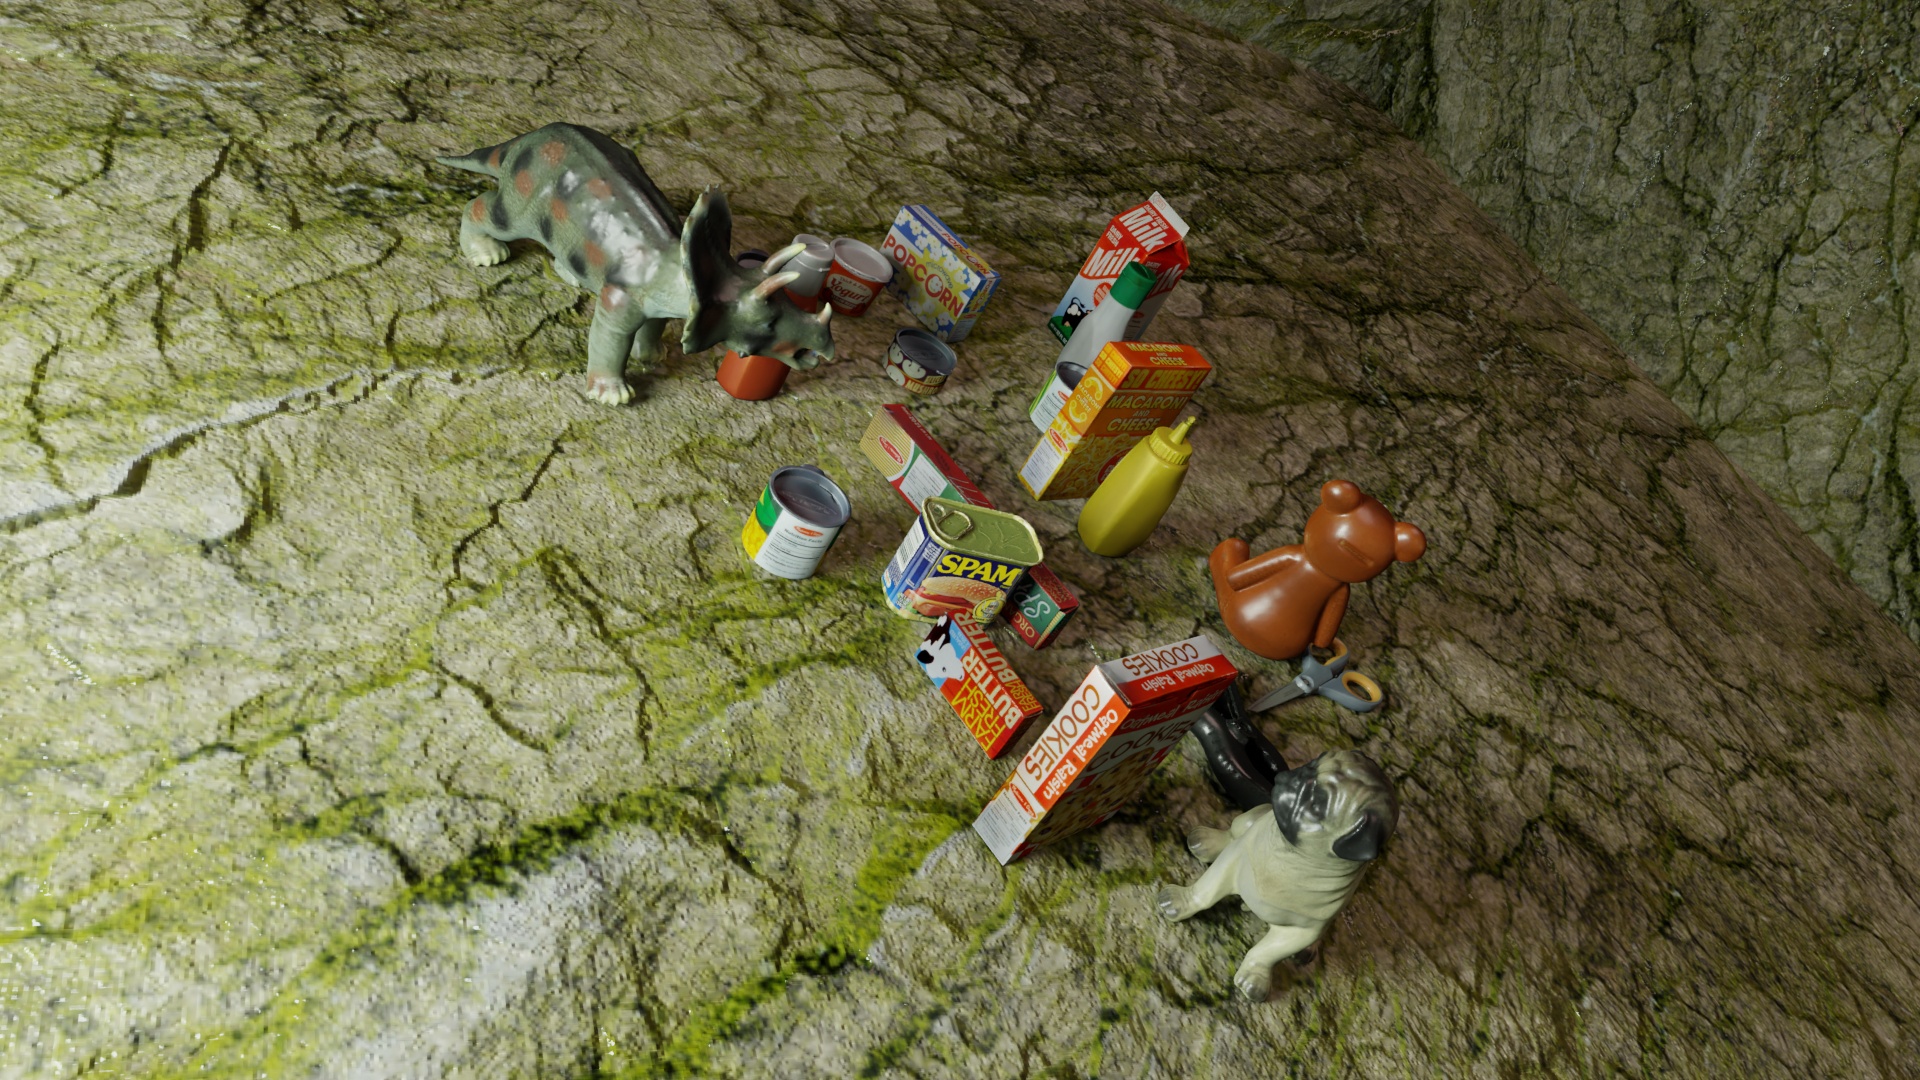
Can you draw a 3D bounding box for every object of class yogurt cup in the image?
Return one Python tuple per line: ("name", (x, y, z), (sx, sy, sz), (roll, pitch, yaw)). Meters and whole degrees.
("yogurt cup", (-0.109, -0.260, 1.381), (0.072, 0.053, 0.073), (22, 34, -16))

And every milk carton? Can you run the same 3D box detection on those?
("milk carton", (0.184, -0.289, 1.539), (0.073, 0.189, 0.072), (0, 45, -41))

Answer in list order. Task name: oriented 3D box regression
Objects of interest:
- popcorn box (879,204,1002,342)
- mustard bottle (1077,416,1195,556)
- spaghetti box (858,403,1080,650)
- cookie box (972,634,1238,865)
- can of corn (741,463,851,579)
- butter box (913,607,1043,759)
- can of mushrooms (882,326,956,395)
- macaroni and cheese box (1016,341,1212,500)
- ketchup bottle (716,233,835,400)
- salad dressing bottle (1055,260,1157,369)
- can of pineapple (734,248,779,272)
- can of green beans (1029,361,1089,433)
("popcorn box", (-0.028, -0.278, 1.443), (0.127, 0.084, 0.038), (46, 35, 19))
("mustard bottle", (0.167, -0.054, 1.250), (0.065, 0.159, 0.049), (4, 43, -37))
("spaghetti box", (0.004, -0.015, 1.162), (0.029, 0.050, 0.250), (-13, 54, -48))
("cookie box", (0.098, 0.140, 0.933), (0.123, 0.166, 0.040), (-9, 52, -47))
("can of corn", (-0.124, -0.015, 1.046), (0.071, 0.058, 0.071), (22, 34, -16))
("butter box", (0.012, 0.104, 1.013), (0.024, 0.053, 0.104), (-8, 51, -46))
("can of mushrooms", (-0.039, -0.172, 1.344), (0.071, 0.033, 0.071), (22, 34, -16))
("macaroni and cheese box", (0.143, -0.111, 1.298), (0.124, 0.165, 0.040), (-6, 49, -44))
("ketchup bottle", (-0.150, -0.185, 1.162), (0.043, 0.148, 0.065), (46, 35, 18))
("salad dressing bottle", (0.155, -0.227, 1.475), (0.044, 0.147, 0.064), (15, 37, -27))
("can of pineapple", (-0.185, -0.221, 1.262), (0.071, 0.057, 0.071), (22, 34, -16))
("can of green beans", (0.111, -0.138, 1.405), (0.071, 0.057, 0.071), (22, 34, -16))
